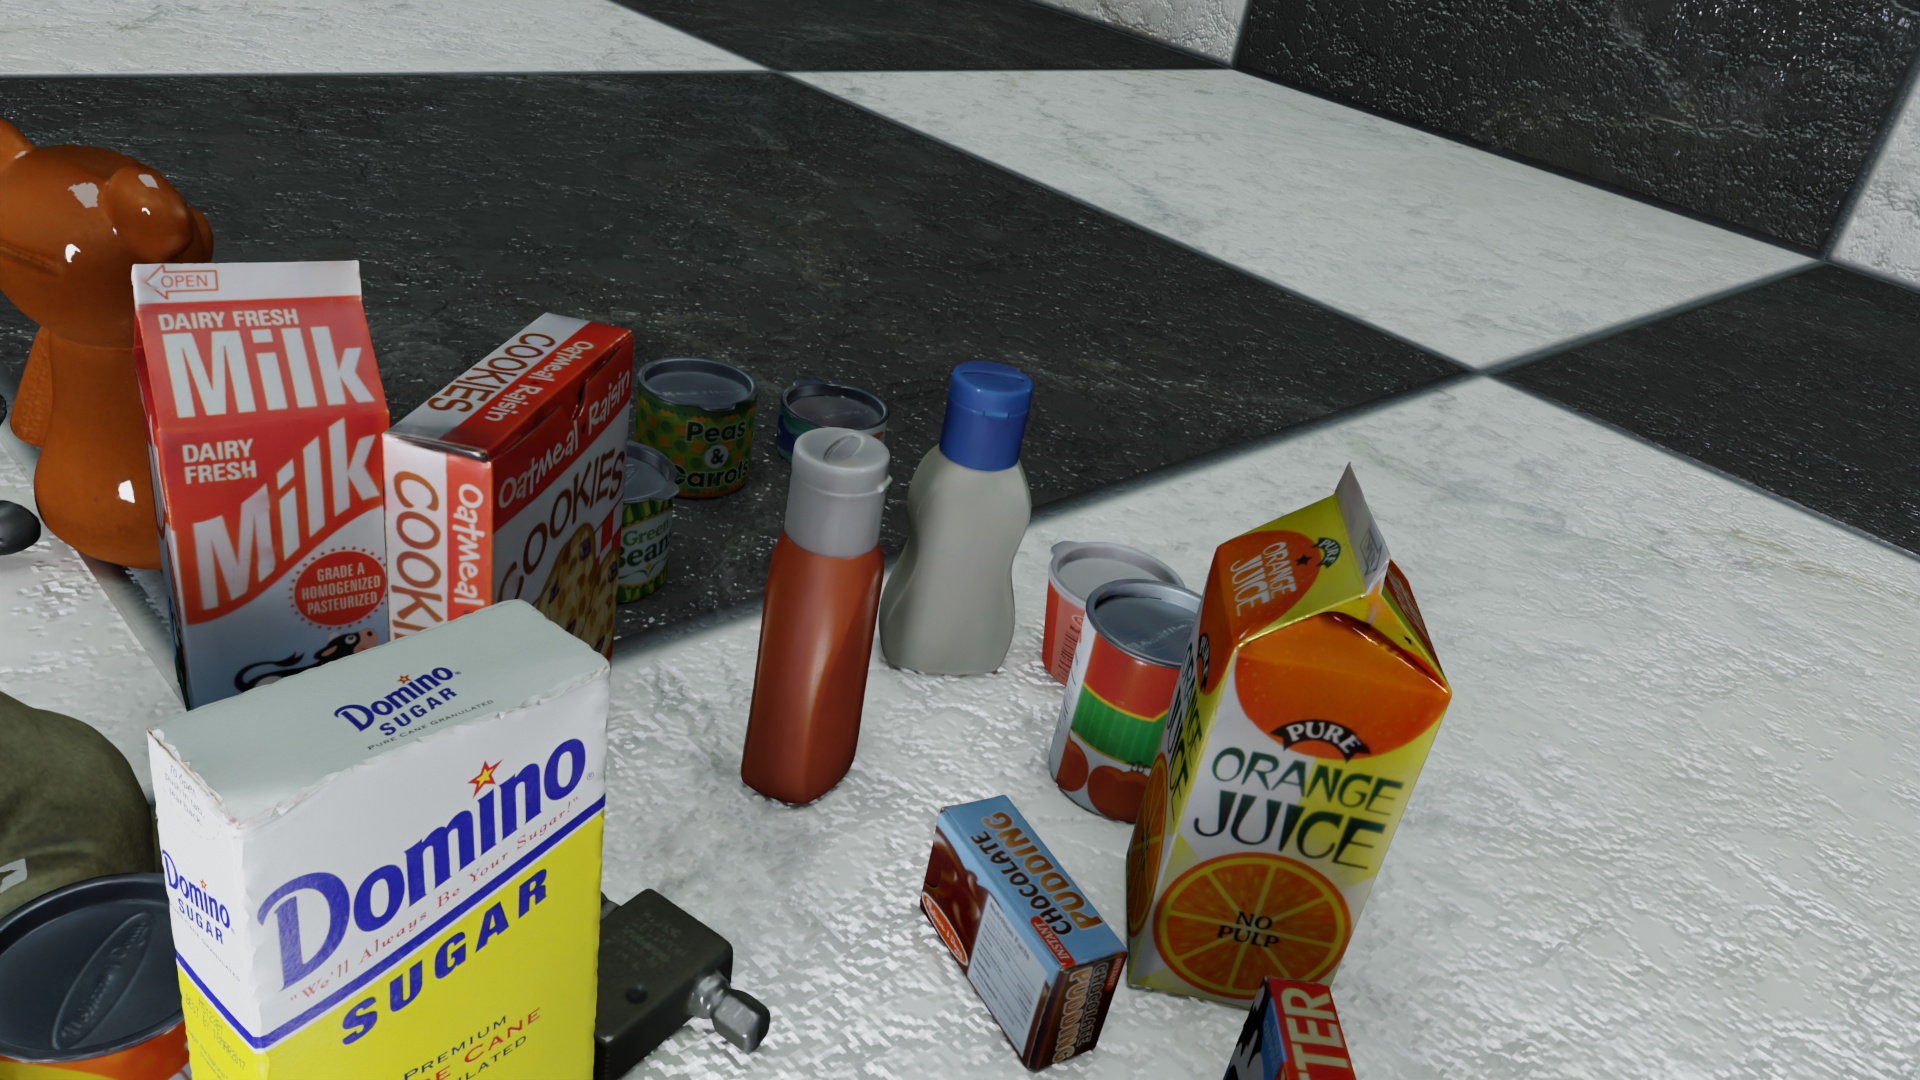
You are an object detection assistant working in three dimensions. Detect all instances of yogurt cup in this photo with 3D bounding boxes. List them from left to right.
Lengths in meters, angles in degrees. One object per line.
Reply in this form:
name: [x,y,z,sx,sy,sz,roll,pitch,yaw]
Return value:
yogurt cup: [0.071,0.040,0.674,0.072,0.053,0.073,9,29,-5]

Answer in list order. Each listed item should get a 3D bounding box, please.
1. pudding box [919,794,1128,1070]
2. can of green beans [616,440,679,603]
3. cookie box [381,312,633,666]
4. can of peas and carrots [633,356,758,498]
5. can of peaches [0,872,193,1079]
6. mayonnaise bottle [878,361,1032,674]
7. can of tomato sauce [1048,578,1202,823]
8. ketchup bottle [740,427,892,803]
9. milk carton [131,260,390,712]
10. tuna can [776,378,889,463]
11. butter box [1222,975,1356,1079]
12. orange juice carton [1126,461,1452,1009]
pudding box: [0.019,0.135,0.489,0.030,0.049,0.084,-7,33,-30]
can of green beans: [-0.173,-0.010,0.673,0.071,0.057,0.071,9,29,-5]
cookie box: [-0.165,0.014,0.520,0.040,0.166,0.123,13,28,3]
can of peas and carrots: [-0.148,-0.062,0.776,0.071,0.058,0.071,9,29,-5]
can of peaches: [-0.233,0.137,0.386,0.071,0.057,0.071,9,29,-5]
mayonnaise bottle: [0.002,-0.008,0.638,0.065,0.147,0.041,5,29,-12]
can of tomato sauce: [0.079,0.069,0.594,0.071,0.082,0.071,9,28,-5]
ketchup bottle: [-0.055,0.029,0.550,0.043,0.148,0.065,17,29,10]
milk carton: [-0.253,-0.011,0.509,0.072,0.189,0.073,-9,34,-33]
tuna can: [-0.079,-0.069,0.839,0.071,0.032,0.071,9,29,-5]
butter box: [0.104,0.189,0.418,0.024,0.052,0.104,9,29,-4]
orange juice carton: [0.114,0.071,0.490,0.073,0.191,0.072,11,28,0]
